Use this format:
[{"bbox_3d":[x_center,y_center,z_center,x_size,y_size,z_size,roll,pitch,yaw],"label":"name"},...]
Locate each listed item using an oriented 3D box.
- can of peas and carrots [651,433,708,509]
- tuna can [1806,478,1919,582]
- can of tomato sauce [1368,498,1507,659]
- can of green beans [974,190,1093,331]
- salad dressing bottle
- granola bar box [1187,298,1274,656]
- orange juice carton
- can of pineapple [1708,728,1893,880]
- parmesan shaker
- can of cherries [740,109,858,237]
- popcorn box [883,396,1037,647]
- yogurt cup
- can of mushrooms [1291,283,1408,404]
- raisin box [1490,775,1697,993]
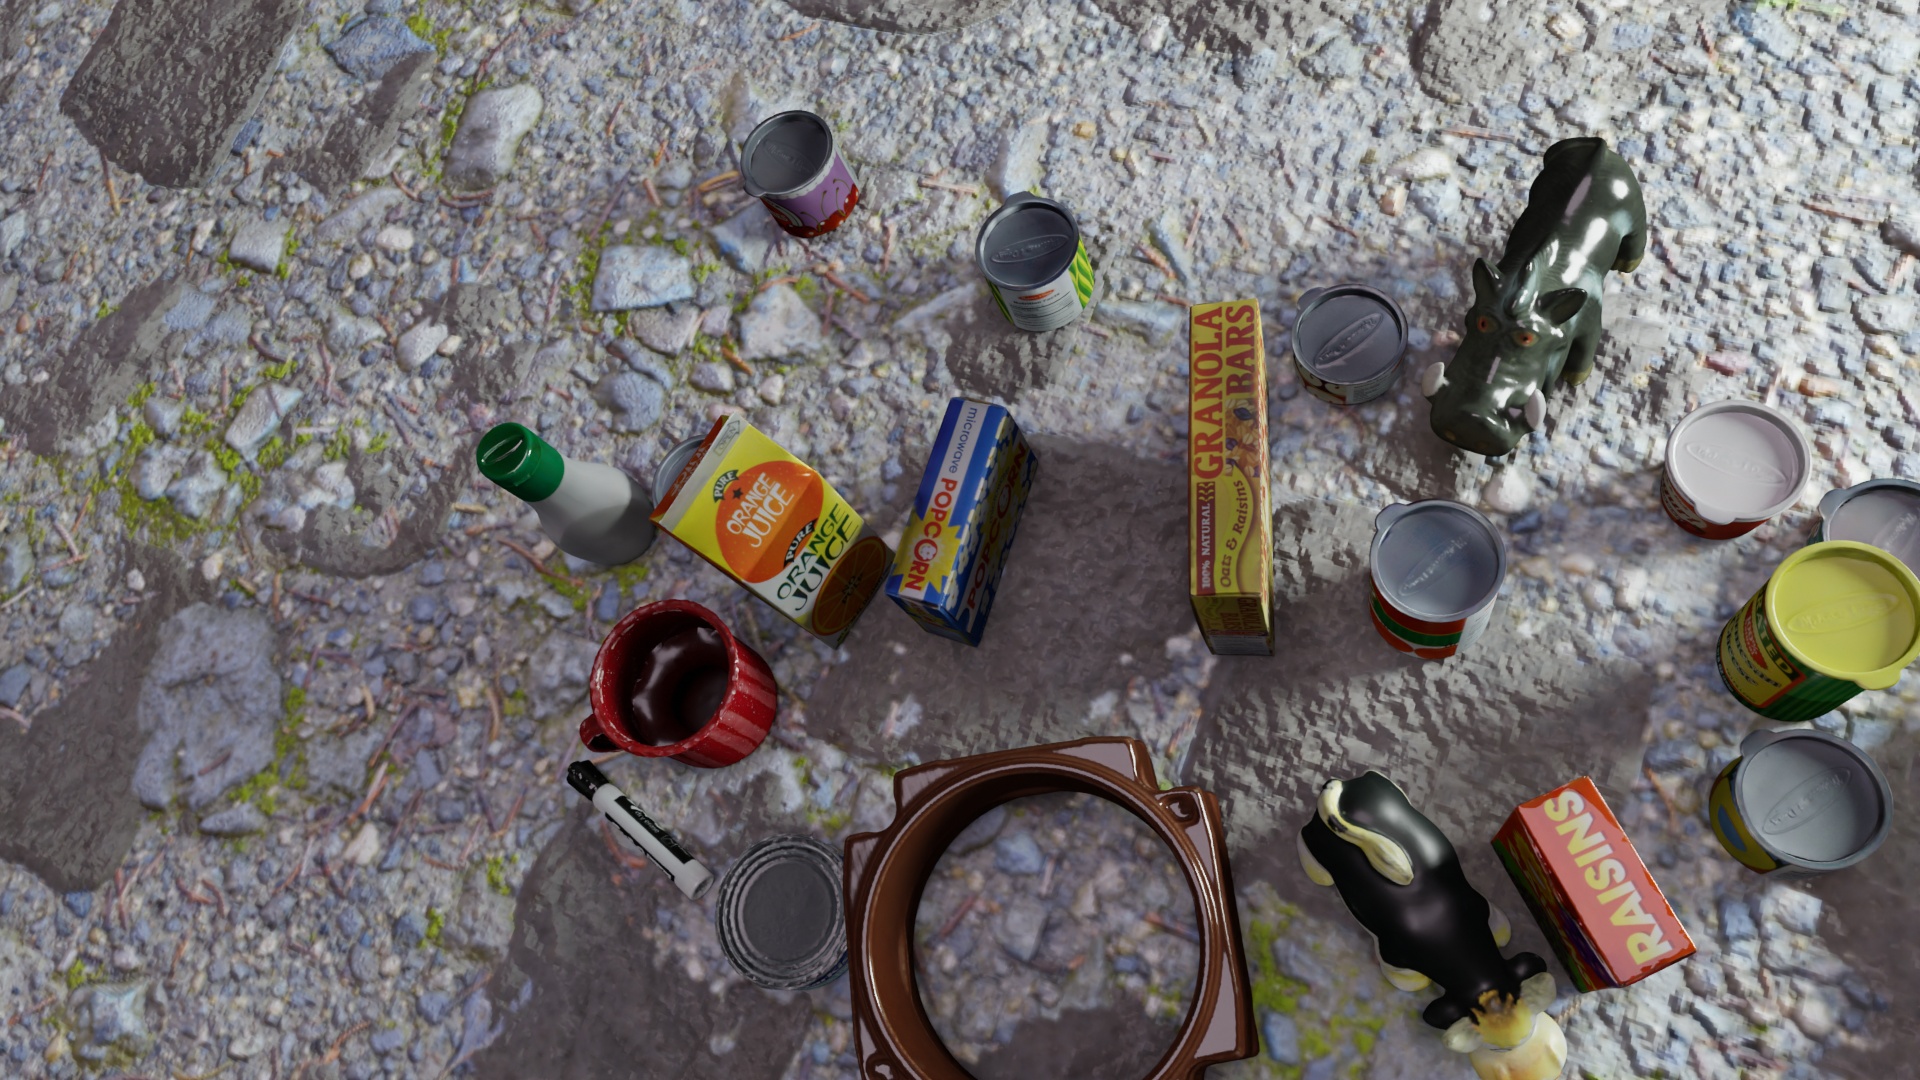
[{"bbox_3d":[-0.152,-0.025,0.882,0.071,0.058,0.071,-5,70,14],"label":"can of peas and carrots"},{"bbox_3d":[0.474,0.003,0.716,0.071,0.032,0.071,-5,70,14],"label":"tuna can"},{"bbox_3d":[0.251,0.022,0.742,0.071,0.083,0.071,-5,70,14],"label":"can of tomato sauce"},{"bbox_3d":[0.048,-0.174,0.882,0.071,0.057,0.071,-5,70,14],"label":"can of green beans"},{"bbox_3d":[-0.242,-0.028,0.859,0.064,0.147,0.044,-32,66,3],"label":"salad dressing bottle"},{"bbox_3d":[0.150,-0.031,0.766,0.039,0.124,0.166,-2,70,15],"label":"granola bar box"},{"bbox_3d":[-0.109,-0.007,0.791,0.073,0.192,0.072,30,81,23],"label":"orange juice carton"},{"bbox_3d":[0.405,0.128,0.676,0.071,0.057,0.071,-5,70,14],"label":"can of pineapple"},{"bbox_3d":[0.416,0.050,0.676,0.071,0.103,0.071,-5,70,14],"label":"parmesan shaker"},{"bbox_3d":[-0.111,-0.249,0.952,0.071,0.058,0.071,-5,70,14],"label":"can of cherries"},{"bbox_3d":[0.003,-0.010,0.820,0.038,0.085,0.127,13,75,19],"label":"popcorn box"},{"bbox_3d":[0.406,-0.034,0.736,0.072,0.054,0.072,-5,70,14],"label":"yogurt cup"},{"bbox_3d":[0.229,-0.118,0.826,0.071,0.033,0.071,-5,70,14],"label":"can of mushrooms"},{"bbox_3d":[0.294,0.165,0.657,0.040,0.123,0.086,-26,66,5],"label":"raisin box"}]
